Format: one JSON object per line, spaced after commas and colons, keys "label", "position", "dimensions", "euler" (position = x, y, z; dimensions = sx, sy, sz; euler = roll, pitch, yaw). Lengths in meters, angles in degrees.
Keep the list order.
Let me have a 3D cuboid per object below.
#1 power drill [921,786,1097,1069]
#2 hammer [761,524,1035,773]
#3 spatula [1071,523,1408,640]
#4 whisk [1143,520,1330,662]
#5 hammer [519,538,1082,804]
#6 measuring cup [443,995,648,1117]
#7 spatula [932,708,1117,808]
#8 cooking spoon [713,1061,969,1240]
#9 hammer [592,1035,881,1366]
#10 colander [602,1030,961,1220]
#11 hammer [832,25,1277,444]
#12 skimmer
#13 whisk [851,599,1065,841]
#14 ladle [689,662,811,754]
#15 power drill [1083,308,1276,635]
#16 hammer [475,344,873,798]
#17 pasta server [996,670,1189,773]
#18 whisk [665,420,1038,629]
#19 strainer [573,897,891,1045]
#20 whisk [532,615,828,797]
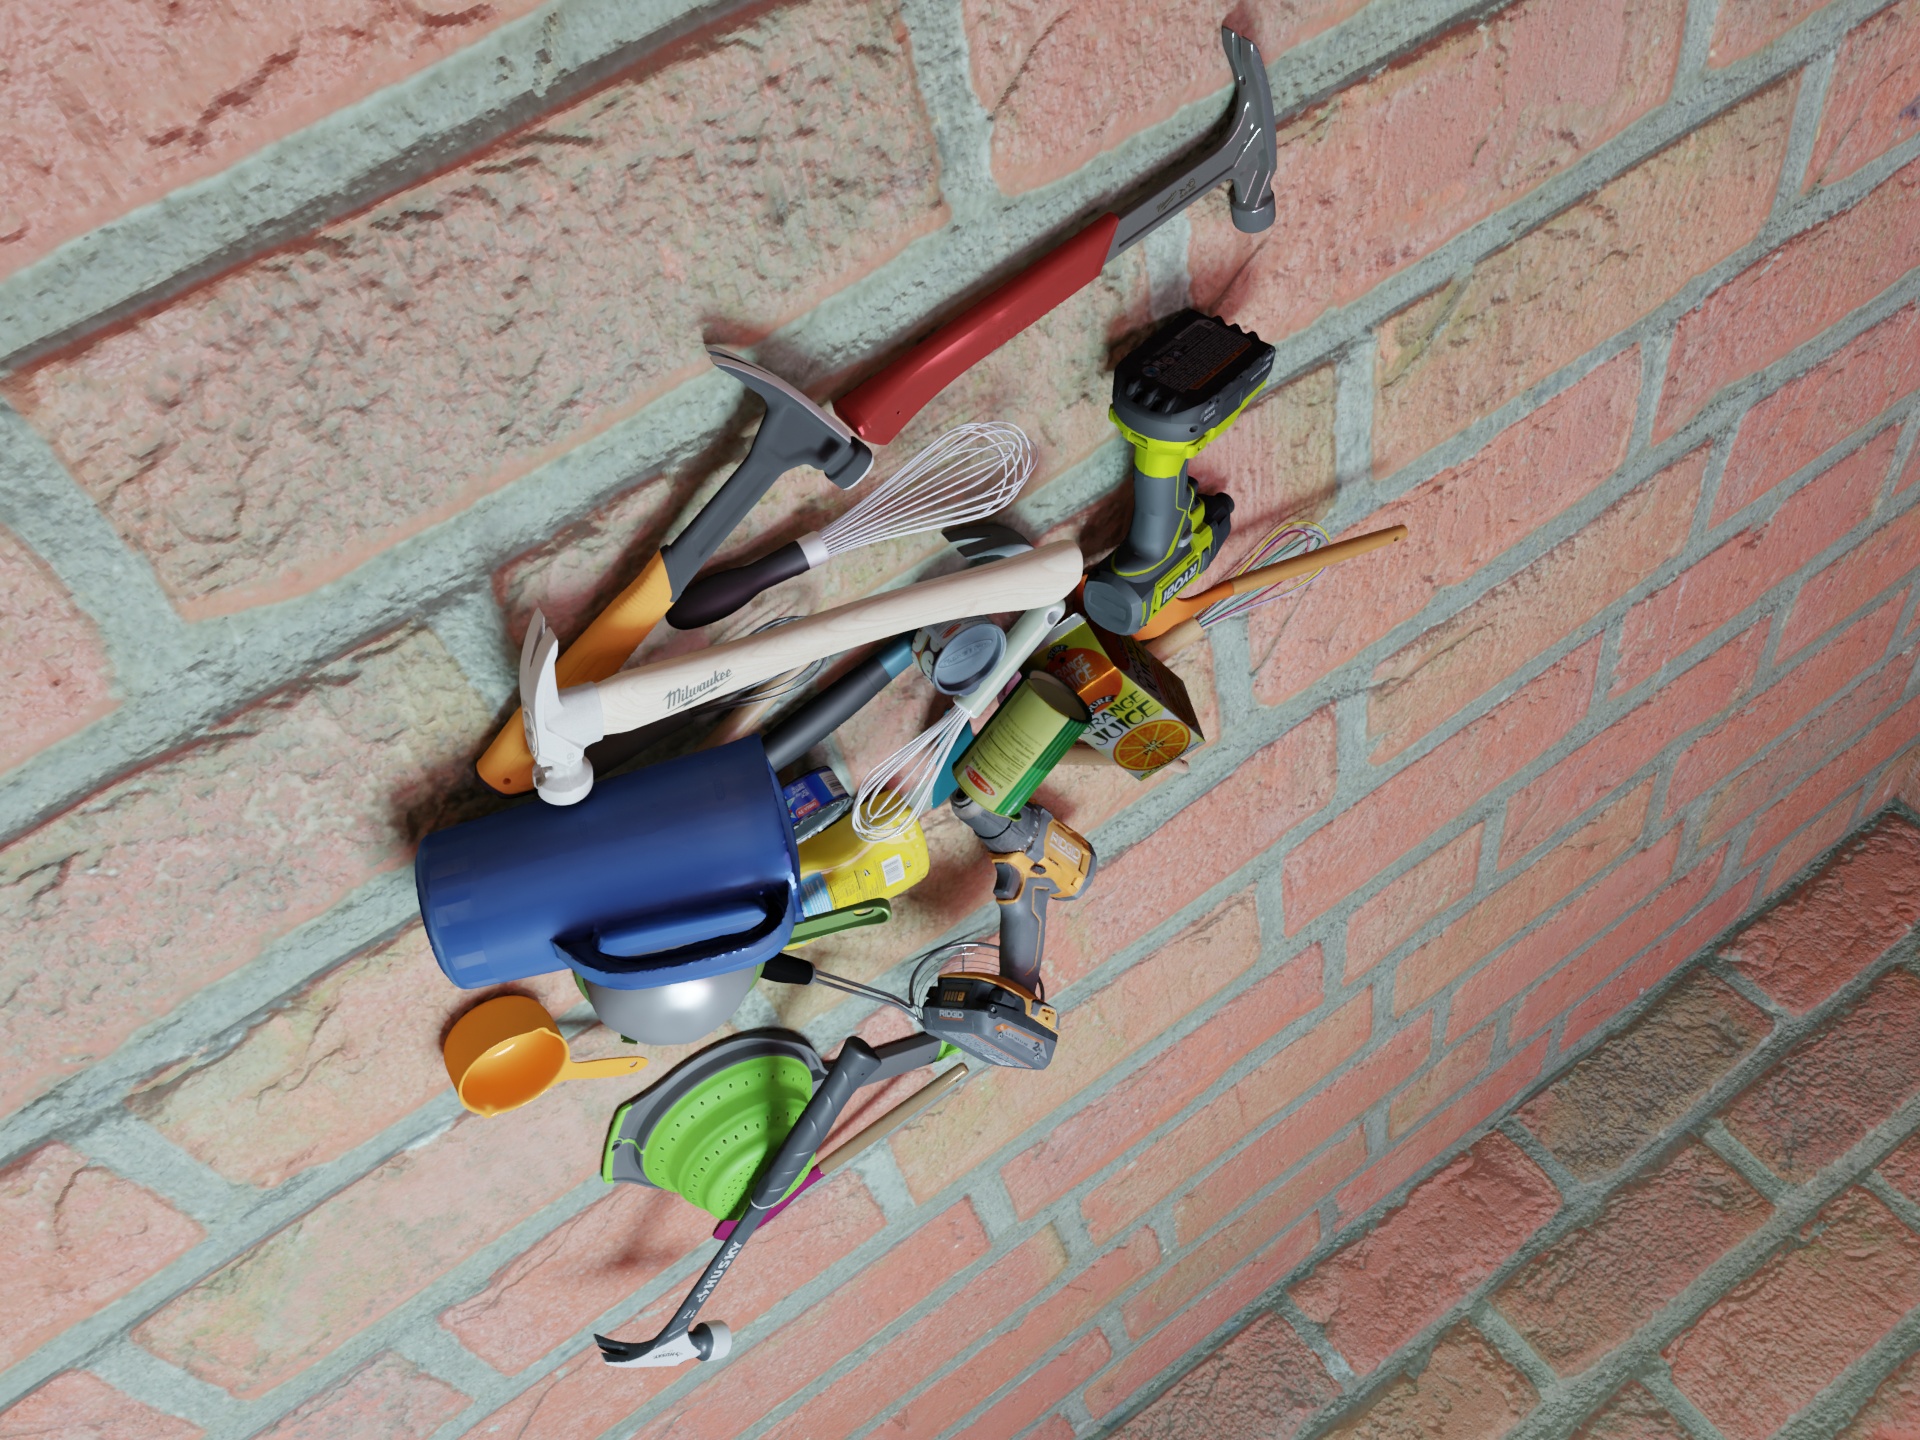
{"label": "power drill", "position": [0.036, 0.173, 1.400], "dimensions": [0.185, 0.084, 0.226], "euler": [39, 58, -43]}
{"label": "hammer", "position": [-0.069, -0.031, 1.214], "dimensions": [0.331, 0.033, 0.128], "euler": [-38, 144, -5]}
{"label": "spatula", "position": [0.247, -0.127, 1.369], "dimensions": [0.322, 0.041, 0.081], "euler": [-18, 137, -19]}
{"label": "whisk", "position": [0.226, -0.101, 1.418], "dimensions": [0.245, 0.051, 0.047], "euler": [-34, 122, -4]}
{"label": "hammer", "position": [-0.092, -0.064, 1.065], "dimensions": [0.410, 0.038, 0.146], "euler": [-20, 142, -26]}
{"label": "measuring cup", "position": [-0.325, 0.259, 1.255], "dimensions": [0.173, 0.052, 0.095], "euler": [11, 119, -50]}
{"label": "spatula", "position": [0.075, 0.033, 1.402], "dimensions": [0.317, 0.044, 0.082], "euler": [2, 97, -46]}
{"label": "cooking spoon", "position": [-0.121, 0.444, 1.624], "dimensions": [0.319, 0.017, 0.068], "euler": [-37, 147, 7]}
{"label": "hammer", "position": [-0.186, 0.436, 1.414], "dimensions": [0.149, 0.036, 0.409], "euler": [11, 118, -45]}
{"label": "colander", "position": [-0.136, 0.379, 1.511], "dimensions": [0.397, 0.095, 0.204], "euler": [-10, 133, -36]}
{"label": "hammer", "position": [0.065, -0.305, 1.061], "dimensions": [0.359, 0.037, 0.149], "euler": [-37, 143, -9]}
{"label": "skimmer", "position": [-0.074, 0.218, 1.415], "dimensions": [0.363, 0.127, 0.090], "euler": [25, 113, -42]}
{"label": "whisk", "position": [-0.002, -0.004, 1.241], "dimensions": [0.246, 0.059, 0.057], "euler": [-50, 139, 2]}
{"label": "ladle", "position": [-0.208, 0.054, 1.154], "dimensions": [0.320, 0.062, 0.078], "euler": [-45, 119, -2]}
{"label": "power drill", "position": [0.171, -0.192, 1.228], "dimensions": [0.171, 0.080, 0.223], "euler": [-42, 151, -32]}
{"label": "hammer", "position": [-0.208, -0.080, 1.021], "dimensions": [0.127, 0.034, 0.337], "euler": [33, 106, -35]}
{"label": "pasta server", "position": [0.126, 0.009, 1.420], "dimensions": [0.040, 0.060, 0.316], "euler": [-34, 149, 27]}
{"label": "whisk", "position": [-0.073, -0.131, 1.092], "dimensions": [0.284, 0.070, 0.070], "euler": [-28, 142, -11]}
{"label": "strainer", "position": [-0.174, 0.198, 1.242], "dimensions": [0.256, 0.069, 0.151], "euler": [-15, 134, 2]}
{"label": "whisk", "position": [-0.194, -0.009, 1.115], "dimensions": [0.239, 0.055, 0.055], "euler": [-29, 142, -10]}
